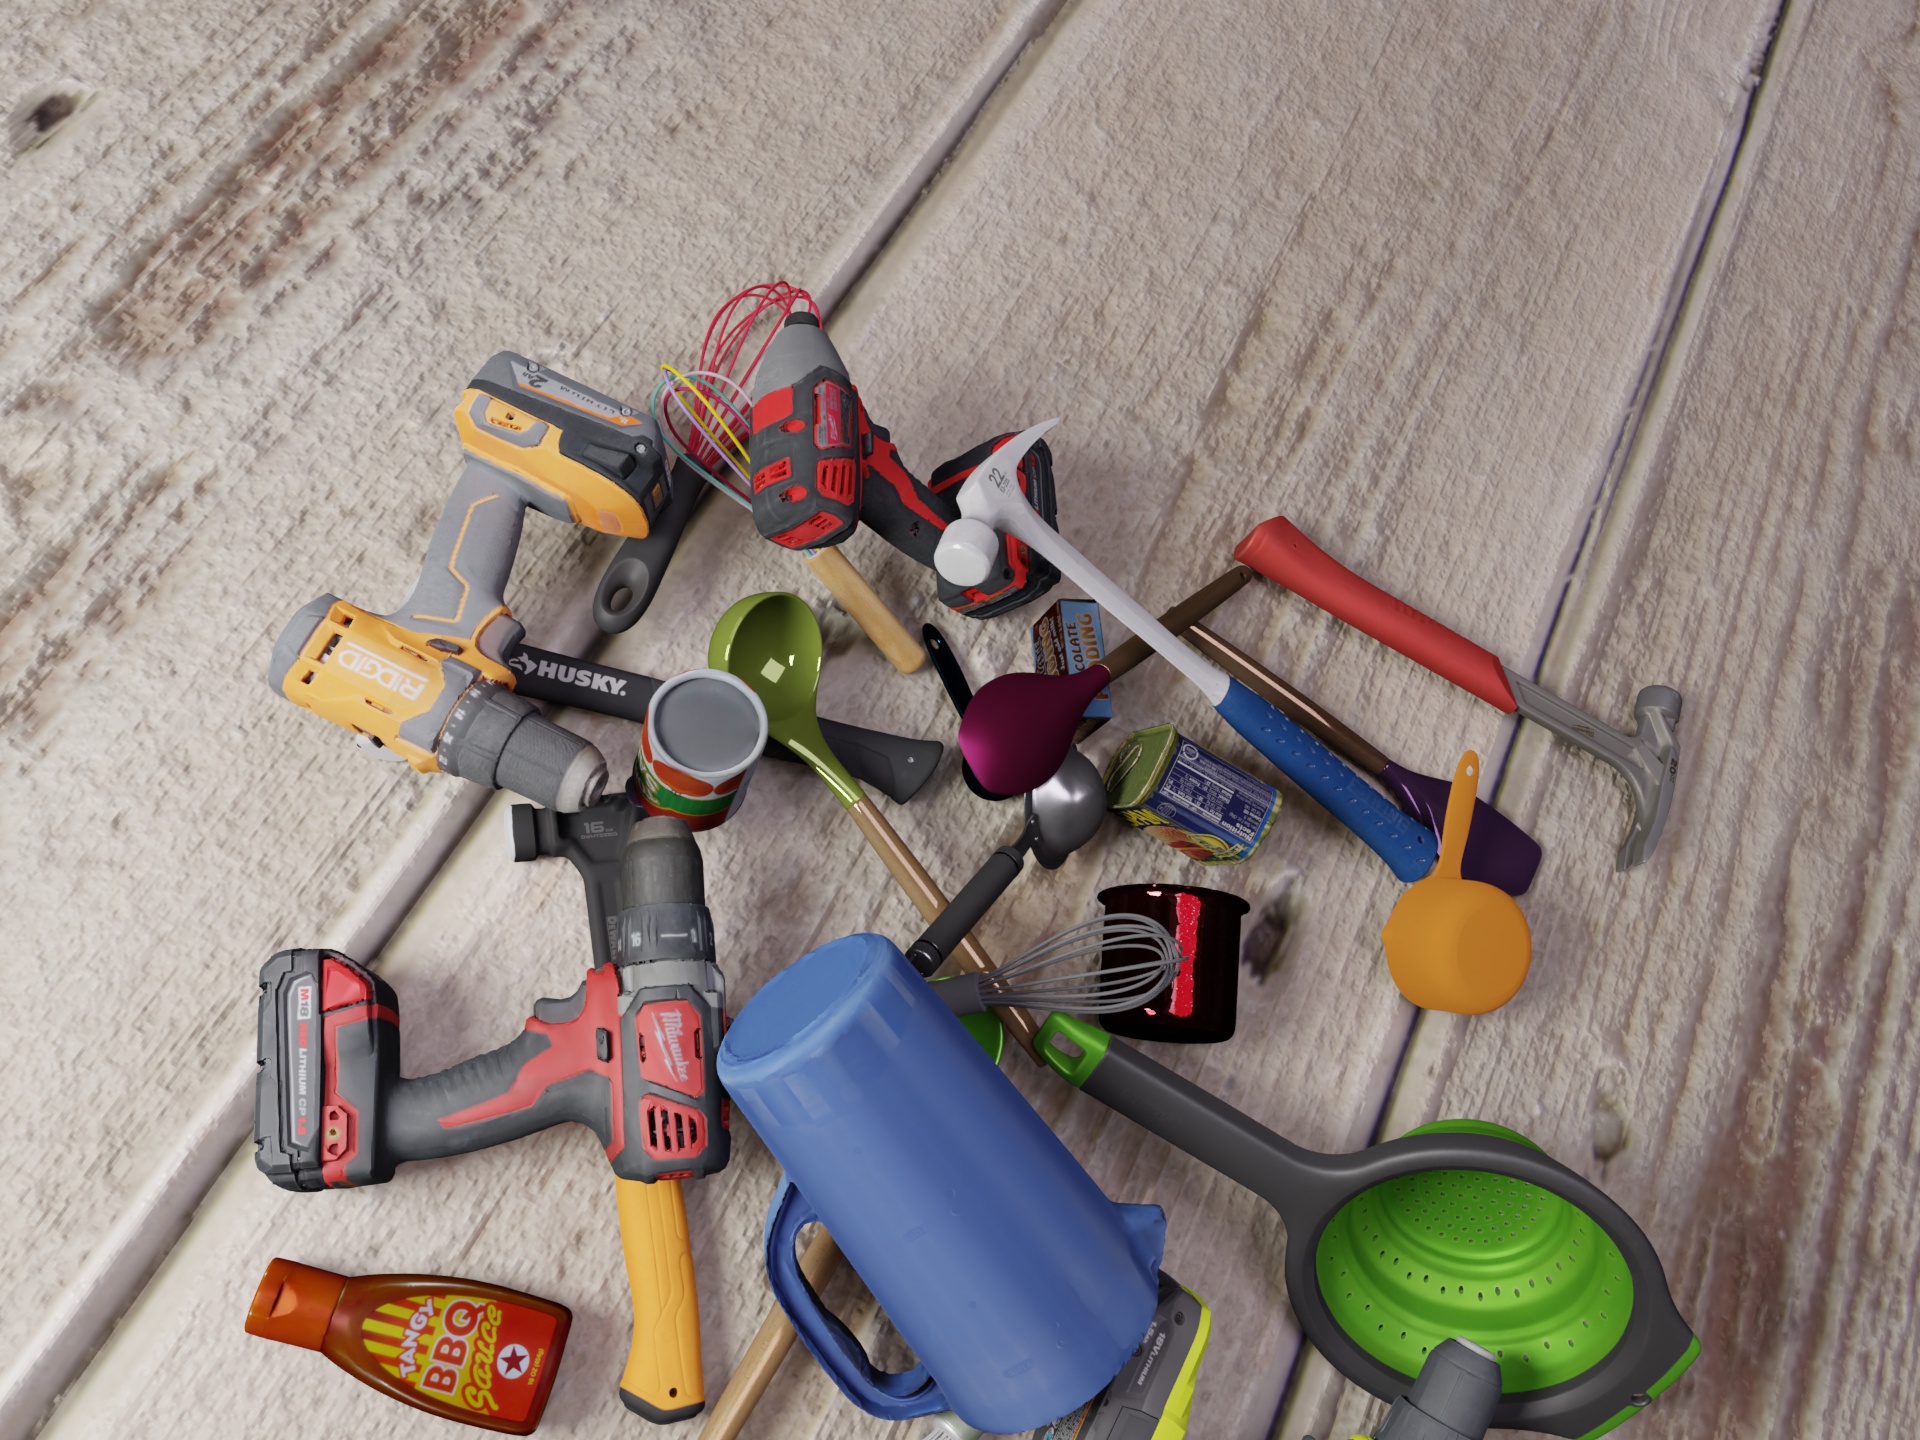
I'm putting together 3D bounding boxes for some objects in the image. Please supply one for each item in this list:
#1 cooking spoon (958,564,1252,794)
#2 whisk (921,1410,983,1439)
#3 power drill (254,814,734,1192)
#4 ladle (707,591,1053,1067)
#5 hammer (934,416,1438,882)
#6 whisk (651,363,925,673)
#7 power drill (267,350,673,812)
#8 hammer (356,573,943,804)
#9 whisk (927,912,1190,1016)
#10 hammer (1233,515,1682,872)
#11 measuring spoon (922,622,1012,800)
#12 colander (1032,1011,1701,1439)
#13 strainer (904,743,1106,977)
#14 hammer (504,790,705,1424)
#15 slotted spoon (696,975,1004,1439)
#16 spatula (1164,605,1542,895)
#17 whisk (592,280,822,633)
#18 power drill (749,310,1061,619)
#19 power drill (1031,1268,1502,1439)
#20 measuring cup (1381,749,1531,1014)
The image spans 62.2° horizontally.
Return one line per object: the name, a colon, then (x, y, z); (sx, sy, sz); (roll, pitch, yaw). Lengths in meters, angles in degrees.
cooking spoon: (0.103, -0.039, 1.008); (0.319, 0.017, 0.069); (-34, 96, -43)
whisk: (-0.012, 0.383, 0.840); (0.058, 0.059, 0.246); (34, 54, 28)
power drill: (-0.231, 0.147, 0.815); (0.226, 0.080, 0.188); (-3, 73, -8)
ladle: (-0.038, 0.064, 0.917); (0.078, 0.062, 0.320); (-34, 86, -42)
hammer: (0.159, -0.030, 1.006); (0.405, 0.035, 0.144); (38, 48, -19)
whisk: (-0.100, -0.118, 0.964); (0.244, 0.047, 0.051); (50, 51, -24)
power drill: (-0.240, -0.070, 0.874); (0.185, 0.084, 0.226); (26, 72, 5)
hammer: (-0.171, -0.013, 0.951); (0.334, 0.035, 0.146); (14, 66, -13)
whisk: (0.010, 0.152, 0.884); (0.239, 0.055, 0.055); (-14, 71, 12)
hammer: (0.353, -0.035, 1.134); (0.359, 0.036, 0.149); (28, 63, -6)
measuring spoon: (-0.002, -0.003, 1.013); (0.042, 0.021, 0.129); (-3, 62, -48)
colander: (0.225, 0.259, 0.923); (0.397, 0.204, 0.094); (31, 31, 1)
strainer: (0.033, 0.080, 0.927); (0.258, 0.050, 0.086); (-44, 128, -48)
hammer: (-0.169, 0.201, 0.867); (0.127, 0.034, 0.337); (-4, 71, -19)
slotted spoon: (-0.067, 0.275, 0.866); (0.070, 0.031, 0.314); (34, 60, -2)
spatula: (0.268, 0.019, 1.094); (0.316, 0.018, 0.060); (36, 65, -3)
whisk: (-0.158, -0.172, 0.991); (0.073, 0.073, 0.296); (26, 60, -7)
power drill: (-0.037, -0.153, 0.970); (0.219, 0.078, 0.143); (19, 60, -45)
power drill: (0.172, 0.392, 0.859); (0.228, 0.080, 0.190); (28, 82, -6)
measuring cup: (0.333, 0.105, 1.030); (0.095, 0.052, 0.173); (12, 86, -25)
